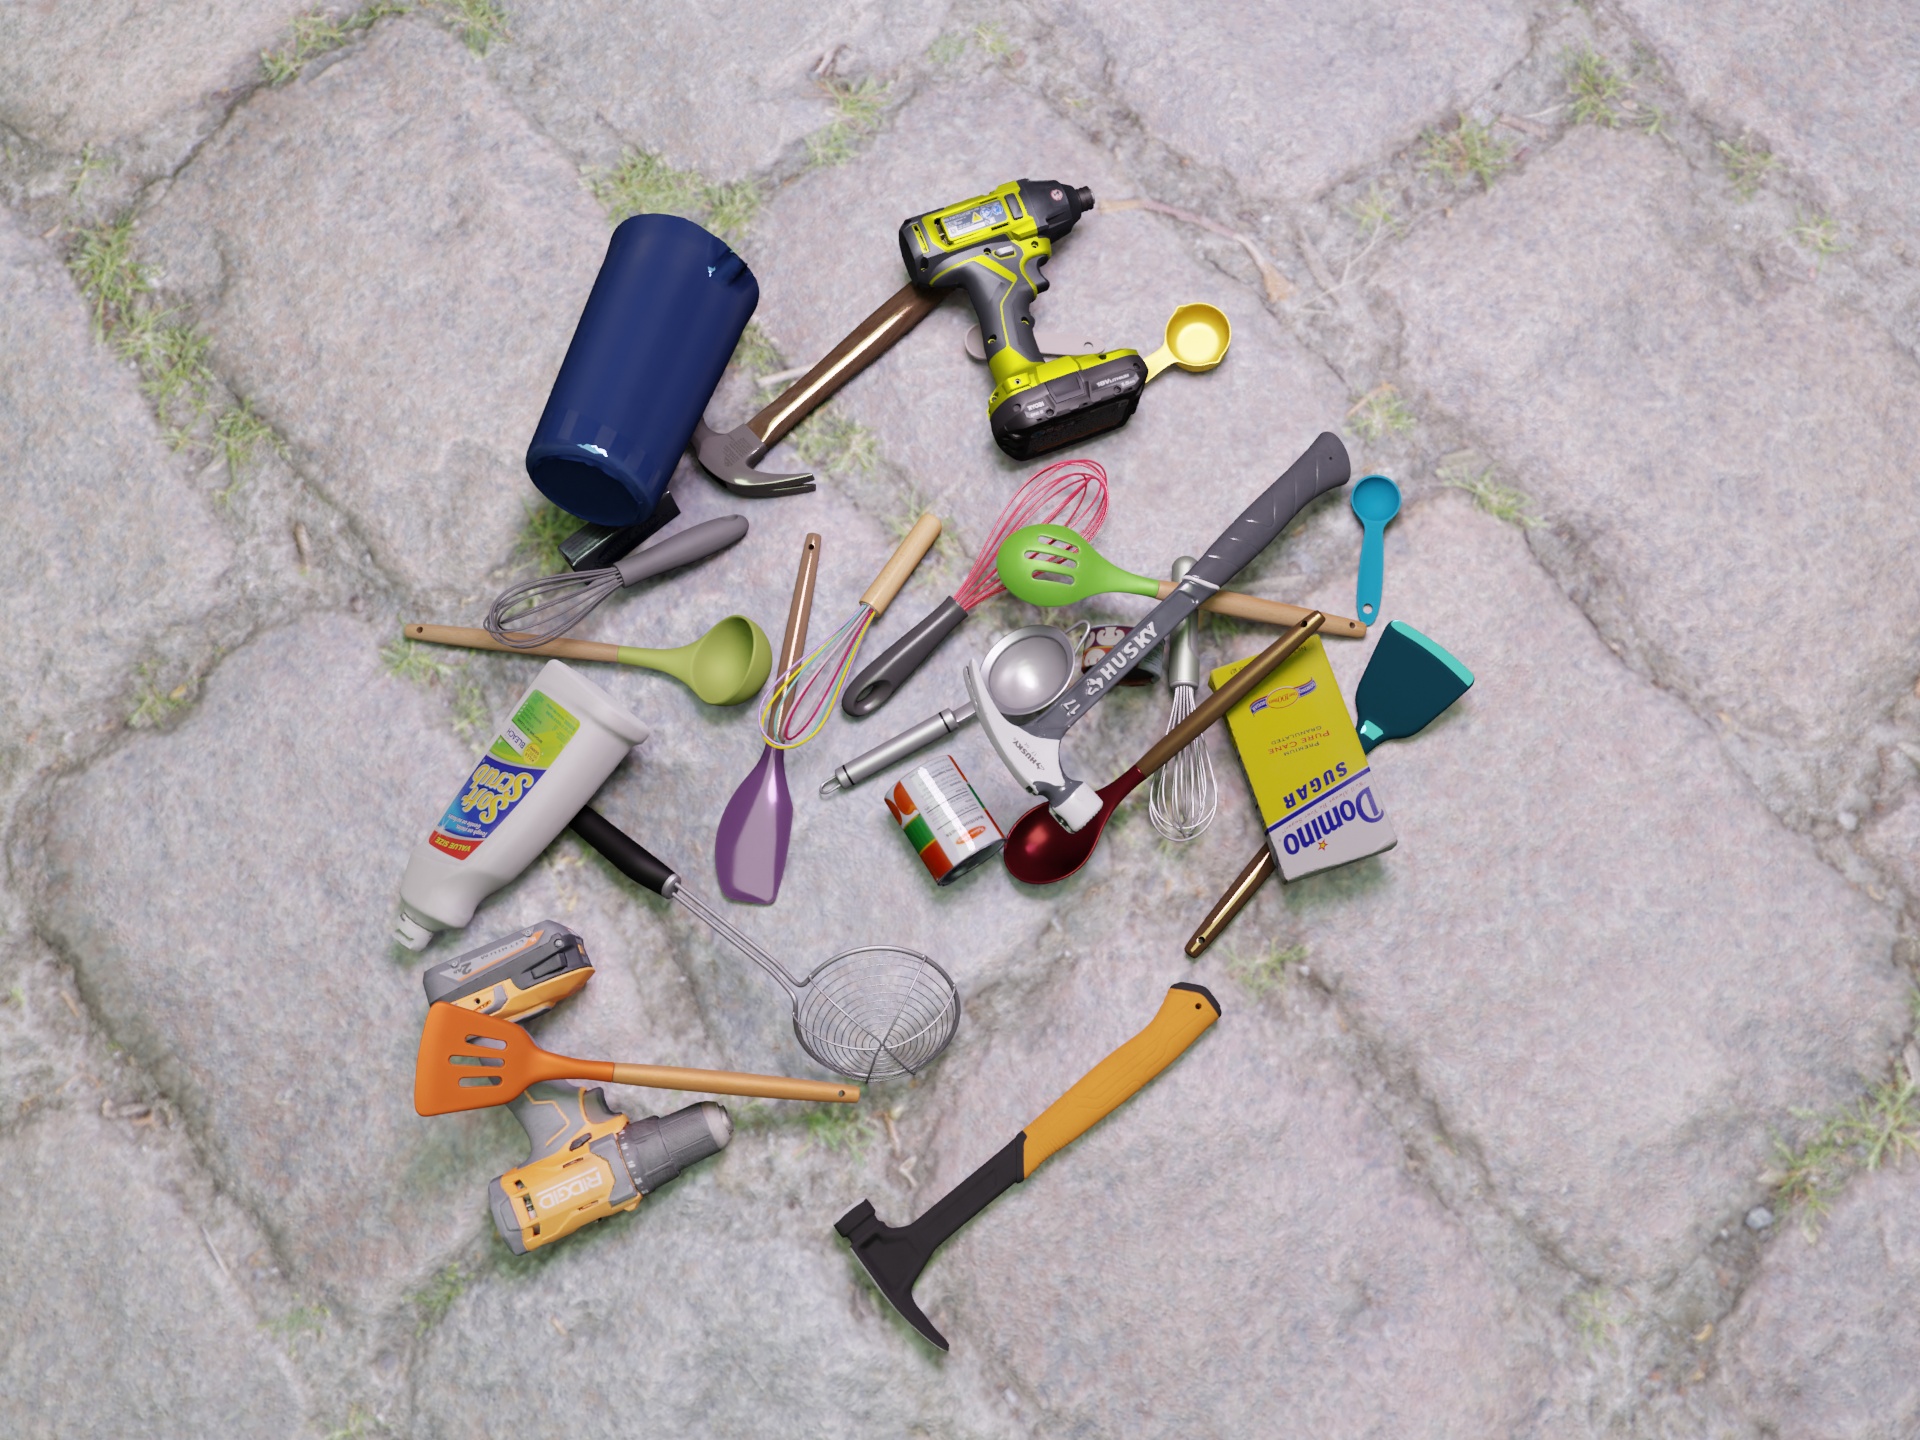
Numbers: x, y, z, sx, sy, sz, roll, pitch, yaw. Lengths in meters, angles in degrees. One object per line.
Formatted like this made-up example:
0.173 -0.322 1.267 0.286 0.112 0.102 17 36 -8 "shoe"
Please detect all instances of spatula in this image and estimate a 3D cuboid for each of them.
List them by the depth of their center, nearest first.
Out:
-0.232 0.263 1.175 0.322 0.041 0.081 8 78 -12 "spatula"
0.282 0.063 1.270 0.082 0.044 0.317 39 81 12 "spatula"
-0.151 -0.007 1.315 0.060 0.018 0.316 10 77 1 "spatula"

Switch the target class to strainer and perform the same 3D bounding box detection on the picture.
-0.002 -0.004 1.300 0.258 0.050 0.087 -29 50 1 "strainer"

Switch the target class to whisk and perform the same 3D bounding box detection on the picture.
0.183 -0.021 1.295 0.059 0.057 0.246 -8 69 30 "whisk"
-0.084 -0.073 1.312 0.051 0.047 0.245 47 68 -33 "whisk"
-0.279 -0.120 1.313 0.239 0.055 0.055 -27 76 -22 "whisk"
0.013 -0.108 1.316 0.296 0.073 0.073 -43 78 -3 "whisk"

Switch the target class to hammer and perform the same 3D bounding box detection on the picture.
0.070 0.324 1.215 0.337 0.034 0.127 -39 77 -8 "hammer"
0.173 -0.099 1.256 0.149 0.036 0.409 46 70 1 "hammer"
-0.091 -0.318 1.386 0.331 0.031 0.130 -42 78 -9 "hammer"

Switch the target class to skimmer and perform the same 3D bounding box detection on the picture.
-0.167 0.158 1.260 0.363 0.090 0.127 33 116 21 "skimmer"

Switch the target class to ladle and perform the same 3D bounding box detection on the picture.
0.160 0.021 1.243 0.315 0.031 0.069 -42 57 13 "ladle"
-0.311 -0.062 1.317 0.320 0.062 0.078 7 74 6 "ladle"

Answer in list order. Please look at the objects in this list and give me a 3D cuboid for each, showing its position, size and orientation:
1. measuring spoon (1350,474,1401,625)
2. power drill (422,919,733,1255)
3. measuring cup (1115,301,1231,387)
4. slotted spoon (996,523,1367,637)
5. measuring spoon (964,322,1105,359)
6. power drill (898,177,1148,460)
0.344 -0.142 1.338 0.042 0.021 0.128 5 85 3 "measuring spoon"
-0.294 0.269 1.221 0.185 0.084 0.226 -22 80 -7 "power drill"
0.165 -0.303 1.382 0.156 0.029 0.062 -34 79 6 "measuring cup"
0.184 -0.104 1.291 0.313 0.031 0.070 11 77 -10 "slotted spoon"
0.065 -0.328 1.395 0.124 0.018 0.034 2 76 -5 "measuring spoon"
0.065 -0.348 1.346 0.171 0.080 0.223 -20 78 -7 "power drill"
